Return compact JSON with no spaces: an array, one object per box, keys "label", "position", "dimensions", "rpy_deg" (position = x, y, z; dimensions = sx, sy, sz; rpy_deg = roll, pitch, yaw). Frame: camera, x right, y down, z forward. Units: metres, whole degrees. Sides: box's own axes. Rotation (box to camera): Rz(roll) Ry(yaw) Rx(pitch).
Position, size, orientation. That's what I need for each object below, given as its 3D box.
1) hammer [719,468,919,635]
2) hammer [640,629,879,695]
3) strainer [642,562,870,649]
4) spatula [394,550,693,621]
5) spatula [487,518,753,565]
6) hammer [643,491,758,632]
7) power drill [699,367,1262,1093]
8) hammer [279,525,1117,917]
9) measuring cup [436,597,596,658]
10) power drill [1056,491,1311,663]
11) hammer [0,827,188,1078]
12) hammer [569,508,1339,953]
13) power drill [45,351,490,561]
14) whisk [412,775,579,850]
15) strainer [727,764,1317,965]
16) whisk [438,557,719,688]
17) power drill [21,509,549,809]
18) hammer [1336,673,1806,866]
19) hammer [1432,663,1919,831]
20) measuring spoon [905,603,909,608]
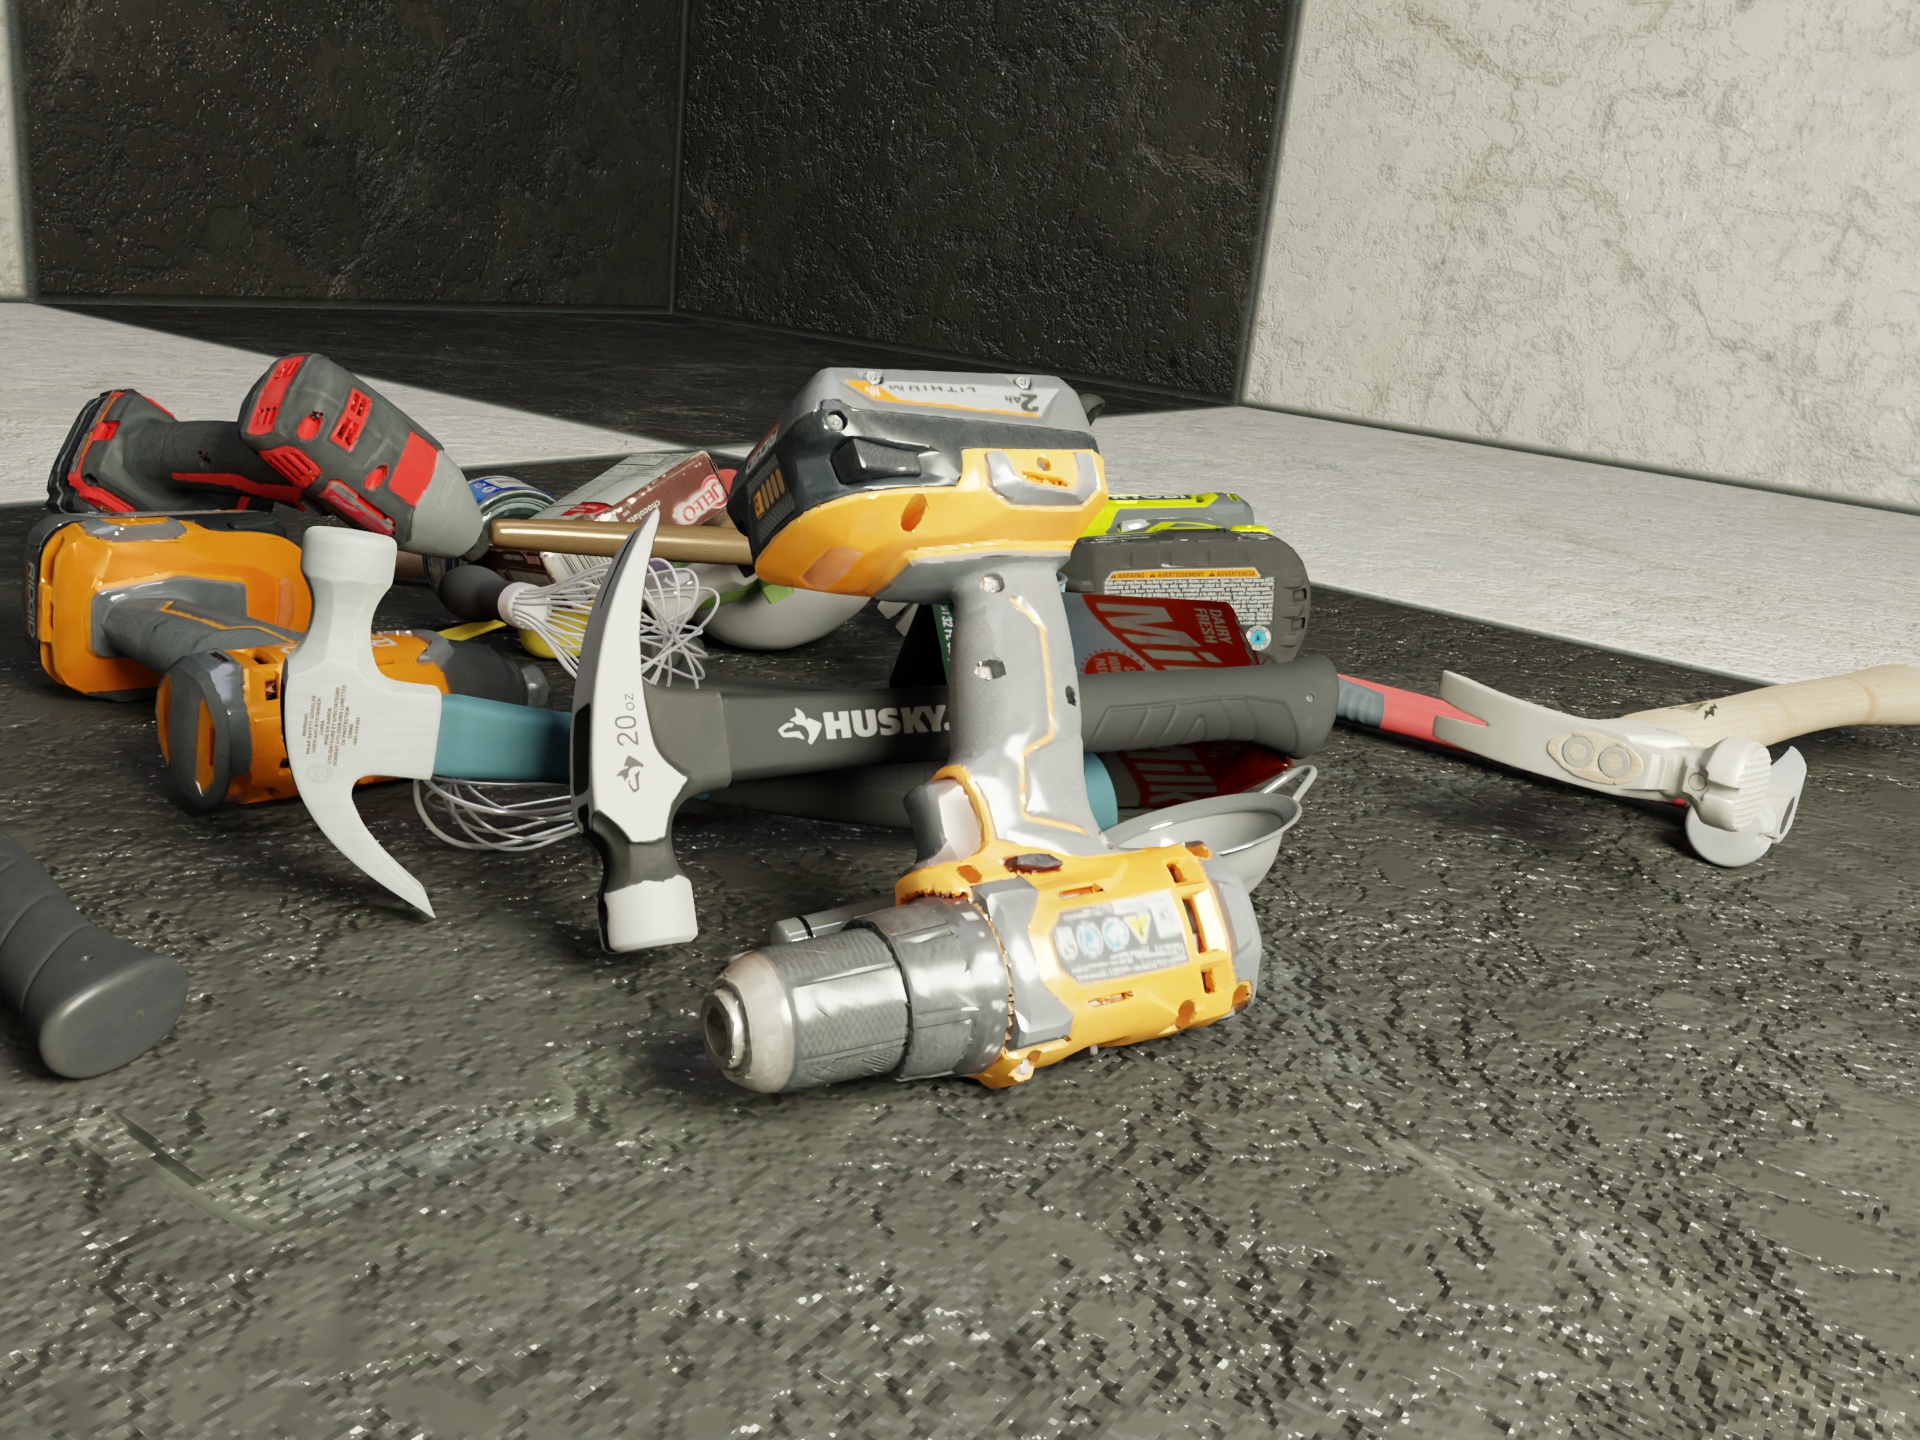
[{"label":"hammer","position":[-0.104,-0.144,1.146],"dimensions":[0.359,0.149,0.036],"rpy_deg":[13,-27,52]},{"label":"hammer","position":[-0.001,-0.003,0.799],"dimensions":[0.337,0.034,0.127],"rpy_deg":[5,17,-2]},{"label":"strainer","position":[-0.068,-0.113,0.974],"dimensions":[0.151,0.069,0.256],"rpy_deg":[-1,32,47]},{"label":"spatula","position":[-0.264,-0.093,1.000],"dimensions":[0.316,0.060,0.018],"rpy_deg":[3,-28,1]},{"label":"spatula","position":[-0.077,-0.096,0.796],"dimensions":[0.317,0.044,0.082],"rpy_deg":[-1,5,-33]},{"label":"hammer","position":[-0.150,-0.129,0.967],"dimensions":[0.130,0.031,0.331],"rpy_deg":[-30,22,-8]},{"label":"power drill","position":[-0.011,0.004,0.509],"dimensions":[0.185,0.226,0.084],"rpy_deg":[-6,-16,-33]},{"label":"hammer","position":[-0.082,0.017,0.606],"dimensions":[0.330,0.128,0.033],"rpy_deg":[8,7,-27]},{"label":"measuring cup","position":[-0.256,-0.038,0.859],"dimensions":[0.156,0.029,0.062],"rpy_deg":[-22,26,-34]},{"label":"power drill","position":[0.090,-0.086,0.910],"dimensions":[0.190,0.080,0.229],"rpy_deg":[-1,17,-4]},{"label":"hammer","position":[-0.382,0.029,0.572],"dimensions":[0.409,0.036,0.149],"rpy_deg":[22,24,41]},{"label":"hammer","position":[0.015,-0.006,0.611],"dimensions":[0.334,0.146,0.035],"rpy_deg":[-4,-10,-31]},{"label":"power drill","position":[-0.363,-0.124,0.849],"dimensions":[0.220,0.079,0.143],"rpy_deg":[-1,-26,30]},{"label":"whisk","position":[-0.110,0.020,0.672],"dimensions":[0.246,0.059,0.058],"rpy_deg":[-3,20,-41]},{"label":"strainer","position":[0.034,0.063,0.597],"dimensions":[0.258,0.050,0.087],"rpy_deg":[-10,6,-27]},{"label":"whisk","position":[-0.198,-0.051,0.761],"dimensions":[0.070,0.070,0.285],"rpy_deg":[-7,12,-36]},{"label":"power drill","position":[-0.306,-0.032,0.721],"dimensions":[0.227,0.084,0.164],"rpy_deg":[25,23,37]},{"label":"hammer","position":[0.257,-0.006,0.891],"dimensions":[0.386,0.038,0.143],"rpy_deg":[18,19,33]},{"label":"hammer","position":[0.409,-0.005,0.826],"dimensions":[0.410,0.038,0.146],"rpy_deg":[-6,19,-43]},{"label":"measuring spoon","position":[-0.042,-0.086,1.093],"dimensions":[0.034,0.018,0.124],"rpy_deg":[-4,13,-24]}]
